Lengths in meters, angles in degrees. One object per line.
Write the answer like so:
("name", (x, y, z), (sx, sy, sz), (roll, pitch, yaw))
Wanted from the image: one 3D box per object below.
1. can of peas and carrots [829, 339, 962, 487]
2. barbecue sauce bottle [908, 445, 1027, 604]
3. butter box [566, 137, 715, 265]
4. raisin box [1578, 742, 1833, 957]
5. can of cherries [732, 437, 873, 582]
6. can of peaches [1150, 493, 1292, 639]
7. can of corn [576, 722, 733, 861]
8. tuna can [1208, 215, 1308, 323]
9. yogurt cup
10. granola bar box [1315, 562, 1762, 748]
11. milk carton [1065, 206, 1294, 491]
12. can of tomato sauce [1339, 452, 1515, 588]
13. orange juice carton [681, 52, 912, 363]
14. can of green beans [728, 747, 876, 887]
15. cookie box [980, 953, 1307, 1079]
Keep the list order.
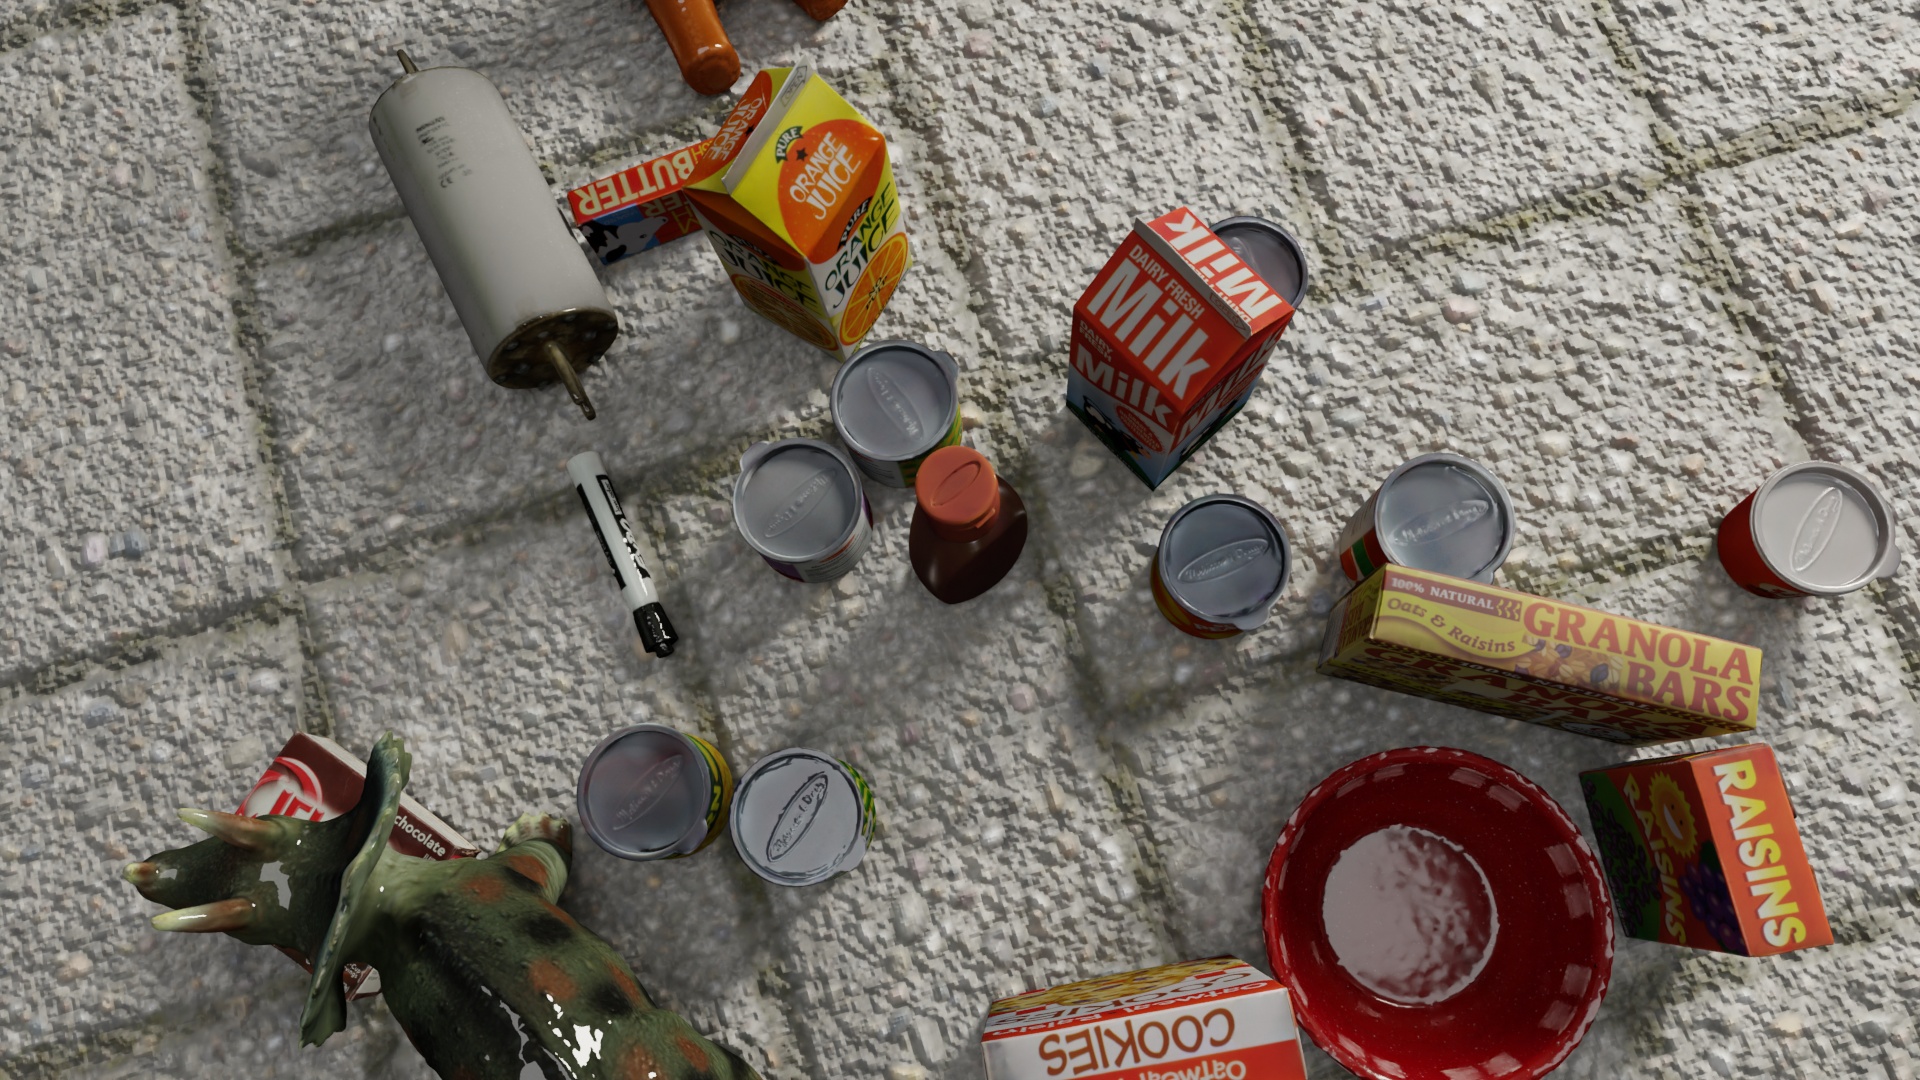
("can of peas and carrots", (-0.031, -0.068, 0.739), (0.071, 0.058, 0.071), (-1, 77, 3))
("barbecue sauce bottle", (0.002, -0.008, 0.678), (0.065, 0.148, 0.044), (-42, 79, -6))
("butter box", (-0.162, -0.192, 0.777), (0.103, 0.053, 0.024), (-21, 77, -2))
("raisin box", (0.338, 0.142, 0.638), (0.040, 0.123, 0.086), (-11, 77, 1))
("can of cherries", (-0.082, -0.017, 0.730), (0.071, 0.058, 0.071), (-1, 77, 3))
("can of peaches", (0.133, 0.017, 0.711), (0.071, 0.058, 0.071), (-1, 77, 3))
("can of corn", (-0.150, 0.129, 0.700), (0.071, 0.058, 0.071), (-1, 77, 3))
("tuna can", (0.152, -0.140, 0.759), (0.071, 0.032, 0.071), (-1, 77, 3))
("yogurt cup", (0.423, -0.001, 0.702), (0.072, 0.054, 0.072), (-1, 77, 3))
("granola bar box", (0.266, 0.057, 0.661), (0.166, 0.124, 0.039), (13, 79, 6))
("milk carton", (0.102, -0.093, 0.670), (0.073, 0.190, 0.072), (-43, 79, -6))
("can of tomato sauce", (0.233, 0.000, 0.697), (0.071, 0.083, 0.071), (-1, 77, 3))
("orange juice carton", (-0.080, -0.164, 0.695), (0.073, 0.192, 0.072), (30, 81, 9))
("can of green beans", (-0.077, 0.139, 0.695), (0.071, 0.057, 0.071), (-1, 77, 3))
("cookie box", (0.075, 0.219, 0.612), (0.123, 0.167, 0.040), (-11, 77, 1))
